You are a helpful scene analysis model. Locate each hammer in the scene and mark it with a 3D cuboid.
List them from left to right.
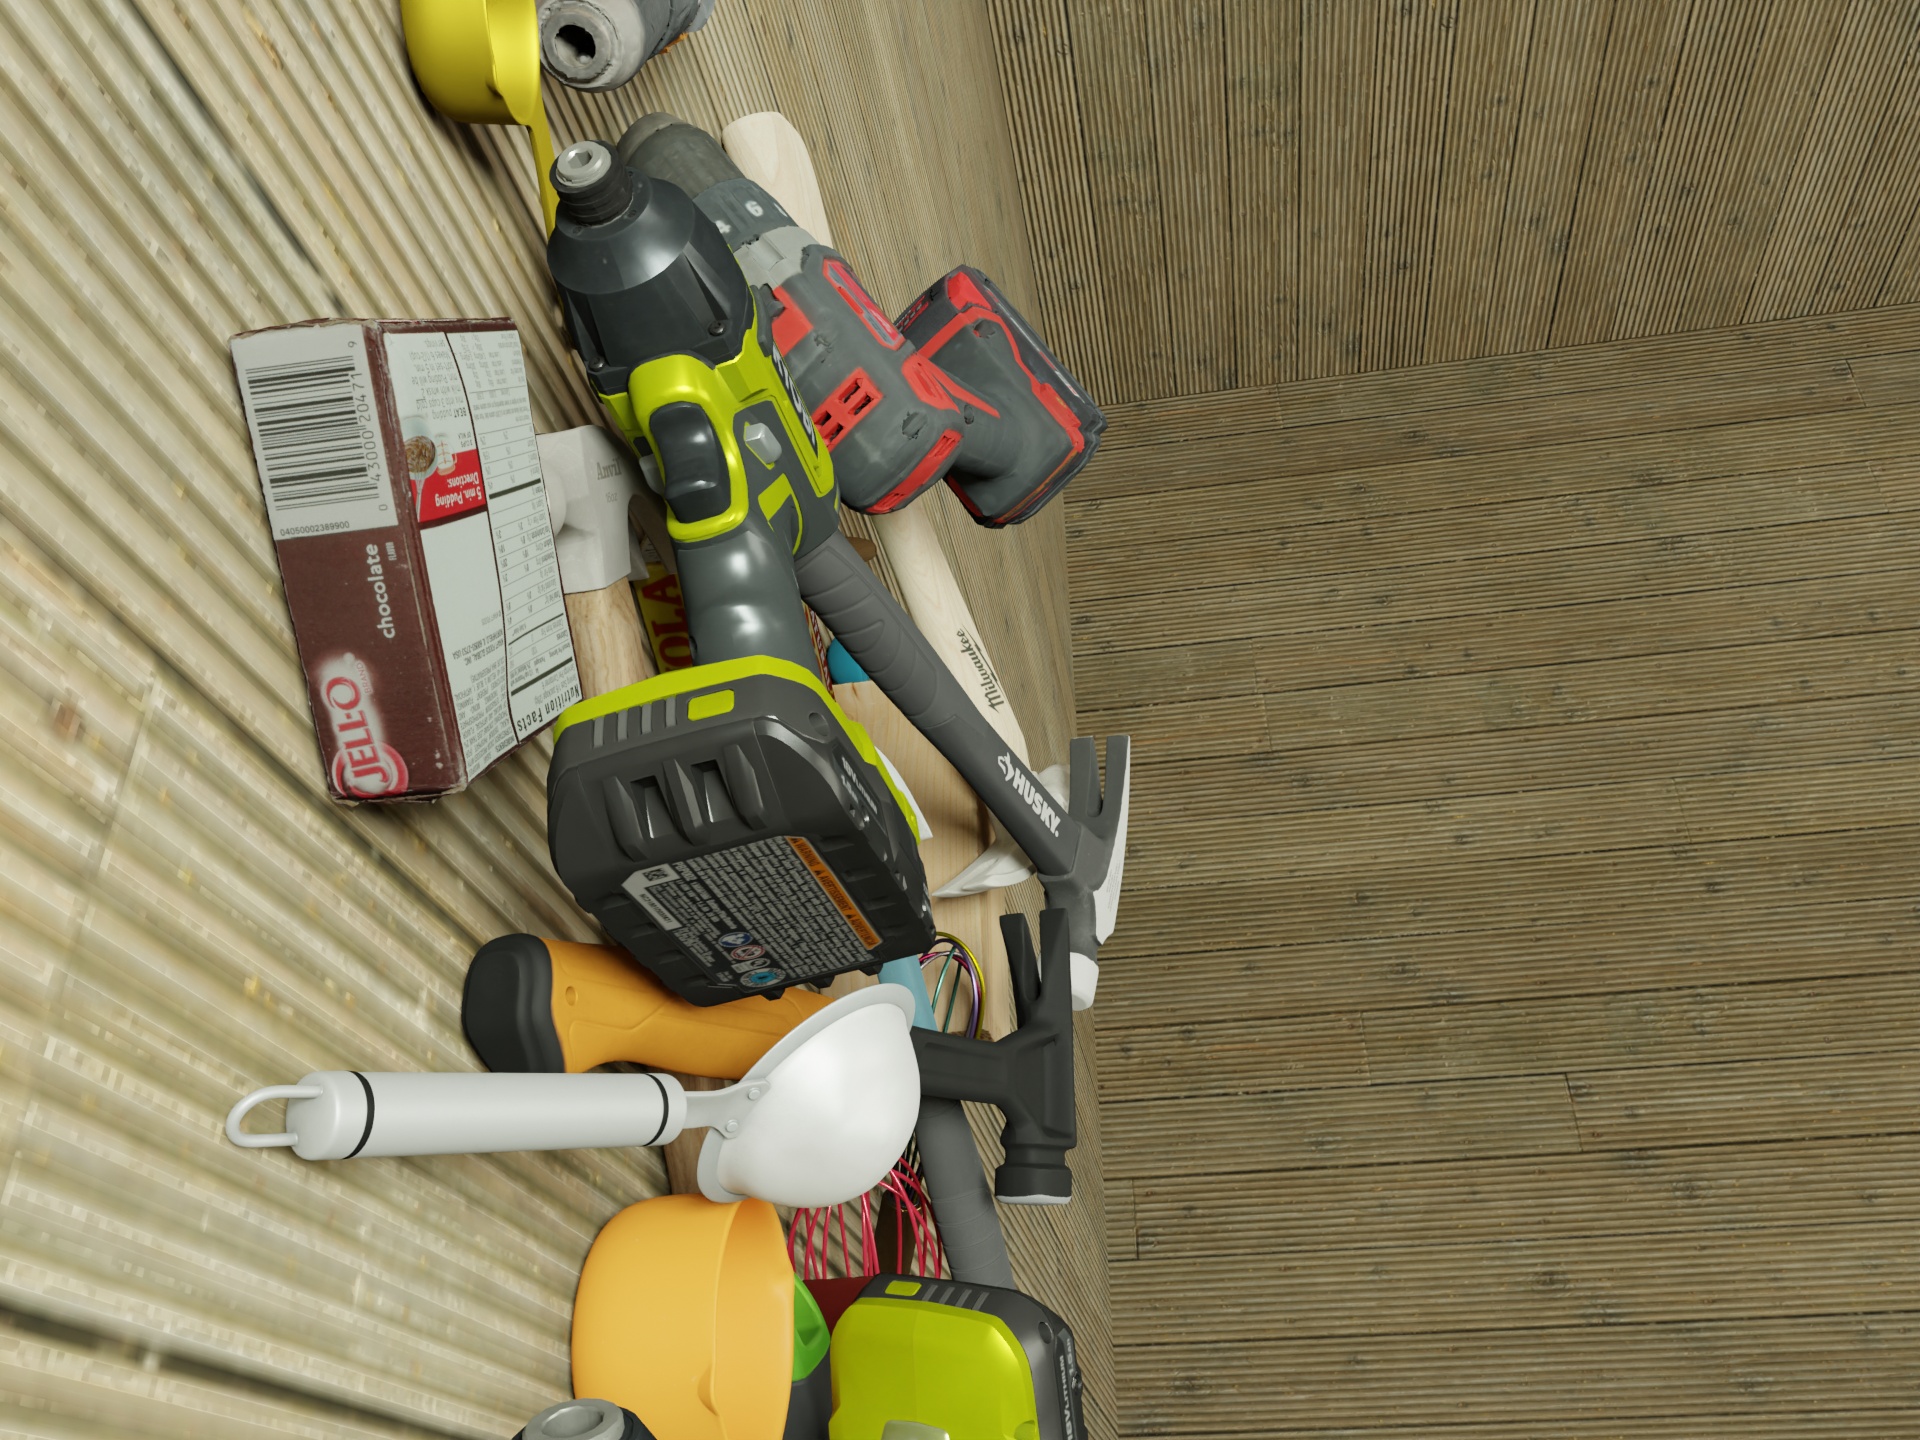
[{"bbox_3d":[-0.106,0.064,0.556,0.130,0.031,0.331,-67,150,-73],"label":"hammer"},{"bbox_3d":[-0.043,0.108,0.568,0.336,0.034,0.127,27,59,-57],"label":"hammer"},{"bbox_3d":[-0.038,-0.111,0.822,0.146,0.038,0.410,-32,102,-59],"label":"hammer"},{"bbox_3d":[-0.012,0.169,0.699,0.128,0.033,0.331,-32,107,-79],"label":"hammer"},{"bbox_3d":[-0.001,-0.002,0.723,0.334,0.035,0.146,50,45,-45],"label":"hammer"}]

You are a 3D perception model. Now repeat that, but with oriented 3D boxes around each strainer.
[{"bbox_3d":[-0.077,0.107,0.429,0.258,0.050,0.087,18,109,-54],"label":"strainer"}]

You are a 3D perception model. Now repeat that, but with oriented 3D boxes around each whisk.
[{"bbox_3d":[-0.040,0.327,0.744,0.073,0.073,0.295,-66,155,-74],"label":"whisk"},{"bbox_3d":[-0.027,0.218,0.796,0.051,0.047,0.245,-79,180,-75],"label":"whisk"}]

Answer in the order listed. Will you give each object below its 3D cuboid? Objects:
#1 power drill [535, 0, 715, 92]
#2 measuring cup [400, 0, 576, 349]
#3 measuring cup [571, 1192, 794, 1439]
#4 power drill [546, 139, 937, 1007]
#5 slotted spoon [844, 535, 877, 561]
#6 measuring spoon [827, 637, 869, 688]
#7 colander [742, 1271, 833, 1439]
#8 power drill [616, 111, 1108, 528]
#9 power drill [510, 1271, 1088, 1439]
[{"bbox_3d":[-0.128,-0.340,0.535,0.186,0.084,0.226,-85,171,-48],"label":"power drill"},{"bbox_3d":[-0.146,-0.178,0.508,0.156,0.029,0.062,93,-3,-57],"label":"measuring cup"},{"bbox_3d":[-0.086,0.238,0.509,0.095,0.052,0.173,-10,96,-82],"label":"measuring cup"},{"bbox_3d":[-0.073,-0.045,0.470,0.171,0.080,0.223,66,10,-59],"label":"power drill"},{"bbox_3d":[-0.076,-0.092,0.896,0.314,0.031,0.070,-53,137,-81],"label":"slotted spoon"},{"bbox_3d":[-0.067,-0.026,0.969,0.128,0.021,0.042,90,-7,-79],"label":"measuring spoon"},{"bbox_3d":[-0.046,0.396,0.574,0.204,0.094,0.397,-12,85,-78],"label":"colander"},{"bbox_3d":[-0.041,-0.168,0.695,0.188,0.080,0.226,52,20,12],"label":"power drill"},{"bbox_3d":[-0.043,0.243,0.432,0.228,0.080,0.190,-12,98,-63],"label":"power drill"}]
